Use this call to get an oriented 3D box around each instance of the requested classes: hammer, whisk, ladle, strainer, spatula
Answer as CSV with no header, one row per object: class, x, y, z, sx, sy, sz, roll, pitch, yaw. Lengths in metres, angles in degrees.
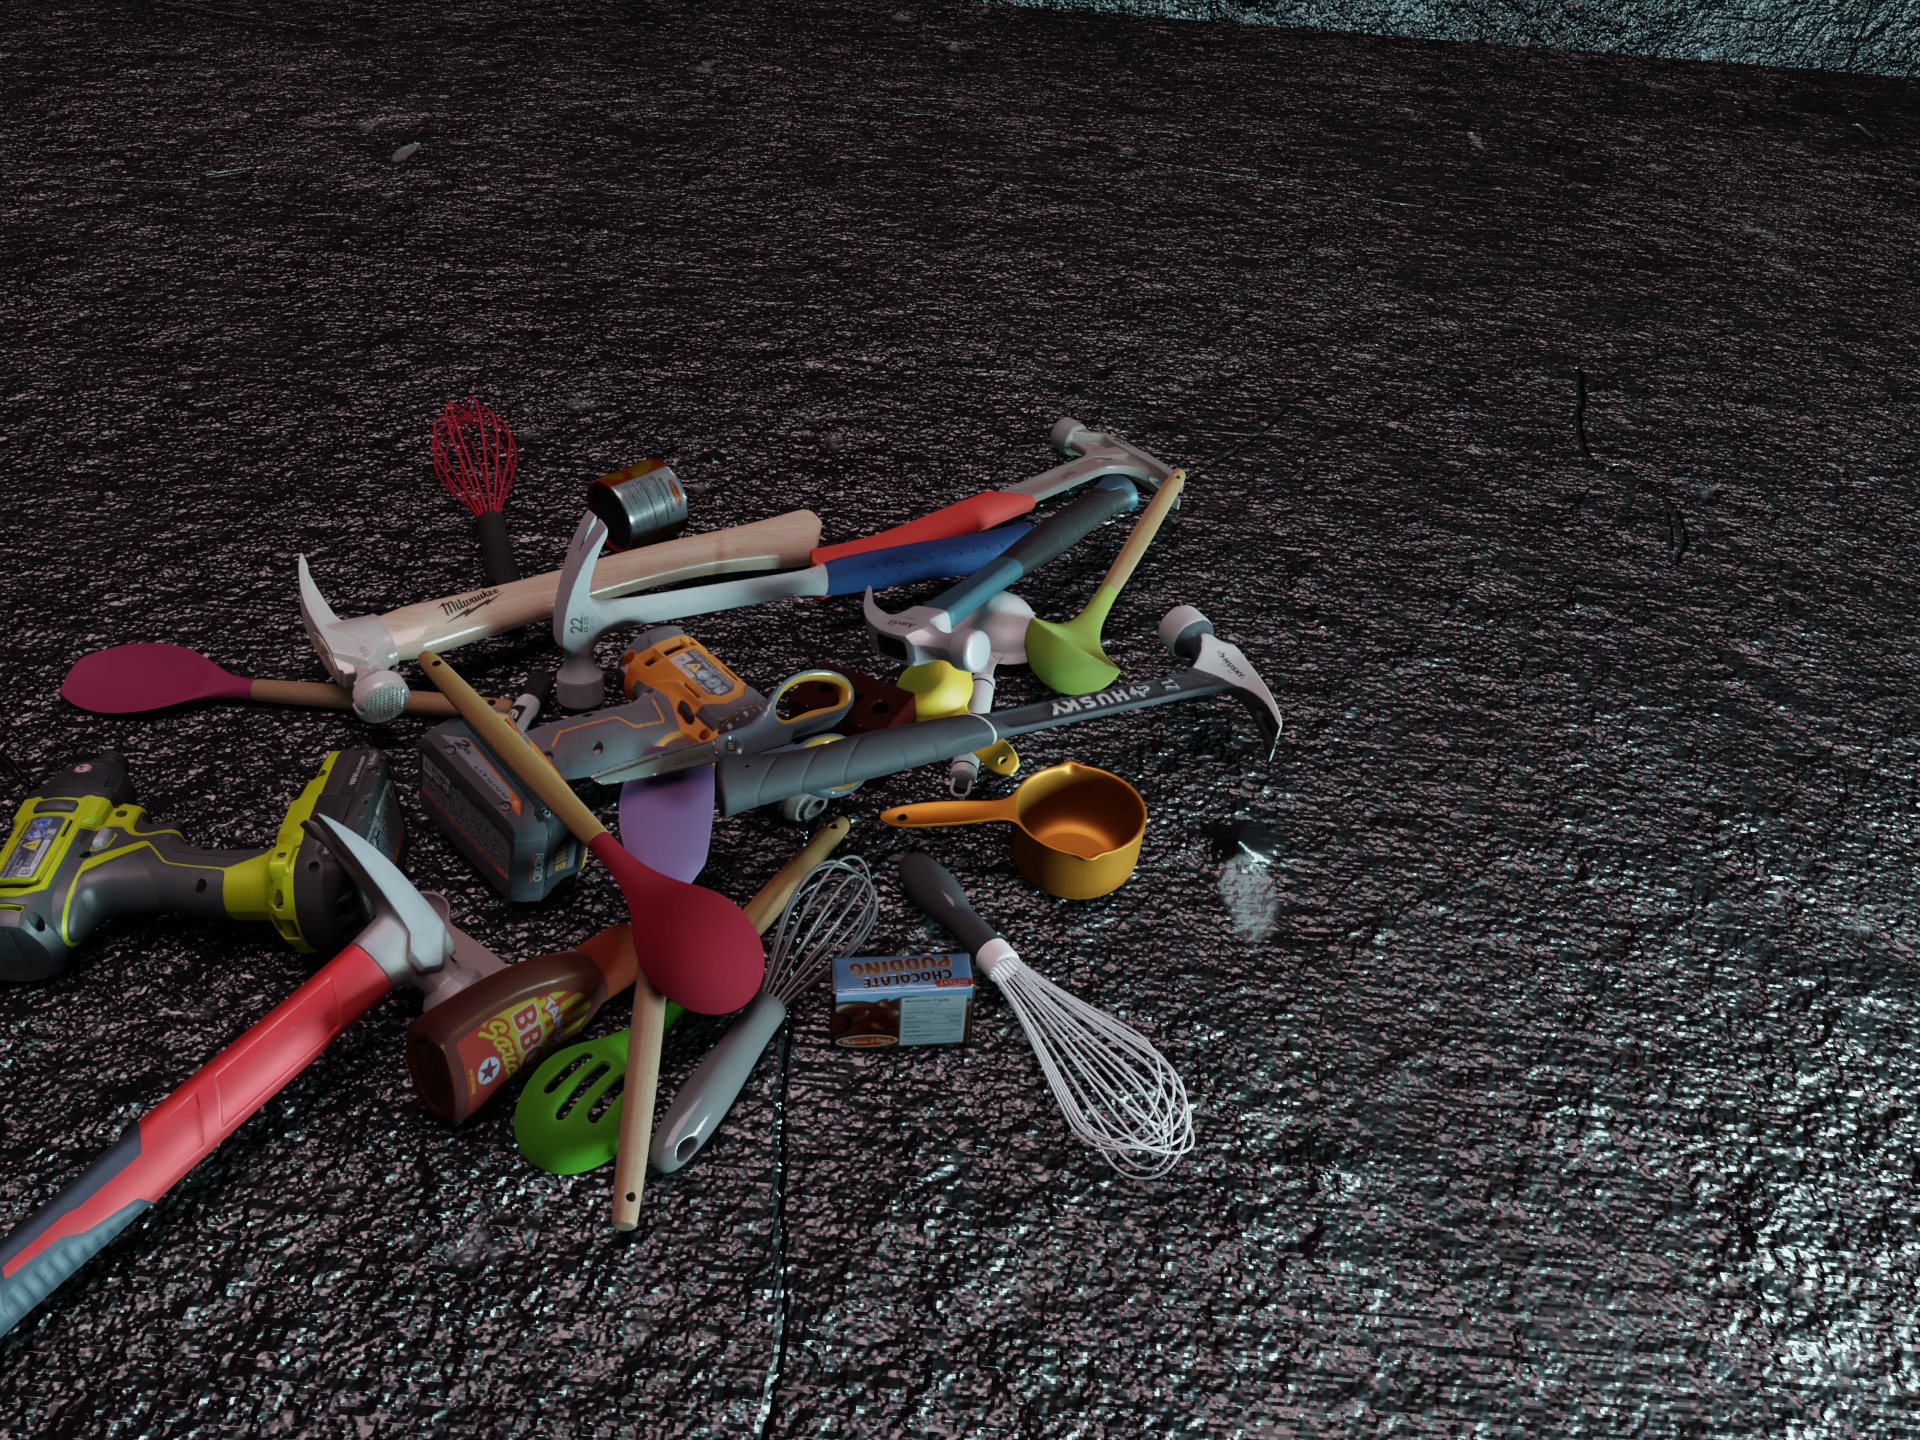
hammer,0.030,0.006,1.057,0.409,0.036,0.149,-13,42,-26
whisk,-0.390,-0.174,1.312,0.073,0.073,0.296,-10,46,-17
hammer,0.023,-0.174,1.366,0.359,0.036,0.149,-27,48,-34
hammer,-0.419,0.211,0.794,0.038,0.143,0.386,-22,19,48
ladle,-0.229,0.055,0.943,0.069,0.031,0.316,-33,62,-33
strainer,0.019,-0.033,1.189,0.087,0.050,0.259,14,42,-1
spatula,-0.178,0.138,0.913,0.059,0.018,0.316,16,46,-20
hammer,-0.114,-0.112,1.220,0.405,0.144,0.035,-13,35,-30
whisk,0.039,0.162,0.941,0.070,0.070,0.285,-19,39,-26
hammer,0.045,-0.123,1.229,0.128,0.033,0.331,11,32,33
ladle,0.133,-0.126,1.281,0.078,0.062,0.320,31,47,2
whisk,-0.112,0.165,0.925,0.055,0.055,0.239,18,44,16
hammer,-0.289,-0.112,1.224,0.410,0.038,0.146,-20,57,-34

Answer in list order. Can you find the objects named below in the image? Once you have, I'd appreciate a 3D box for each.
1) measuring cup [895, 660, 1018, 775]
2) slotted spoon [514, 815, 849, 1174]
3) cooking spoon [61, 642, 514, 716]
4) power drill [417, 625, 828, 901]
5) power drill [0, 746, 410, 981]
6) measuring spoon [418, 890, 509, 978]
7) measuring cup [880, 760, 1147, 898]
measuring cup,-0.002,-0.004,1.115,0.062,0.029,0.157,-43,34,-2
slotted spoon,-0.152,0.148,0.957,0.070,0.031,0.314,26,42,15
cooking spoon,-0.480,-0.019,1.139,0.319,0.017,0.069,4,48,0
power drill,-0.215,0.035,1.052,0.185,0.084,0.226,39,45,24
power drill,-0.466,0.077,0.978,0.223,0.080,0.171,-1,39,-2
measuring spoon,-0.296,0.146,0.960,0.124,0.018,0.034,34,47,22
measuring cup,0.034,0.077,1.044,0.173,0.052,0.095,-2,39,-4
